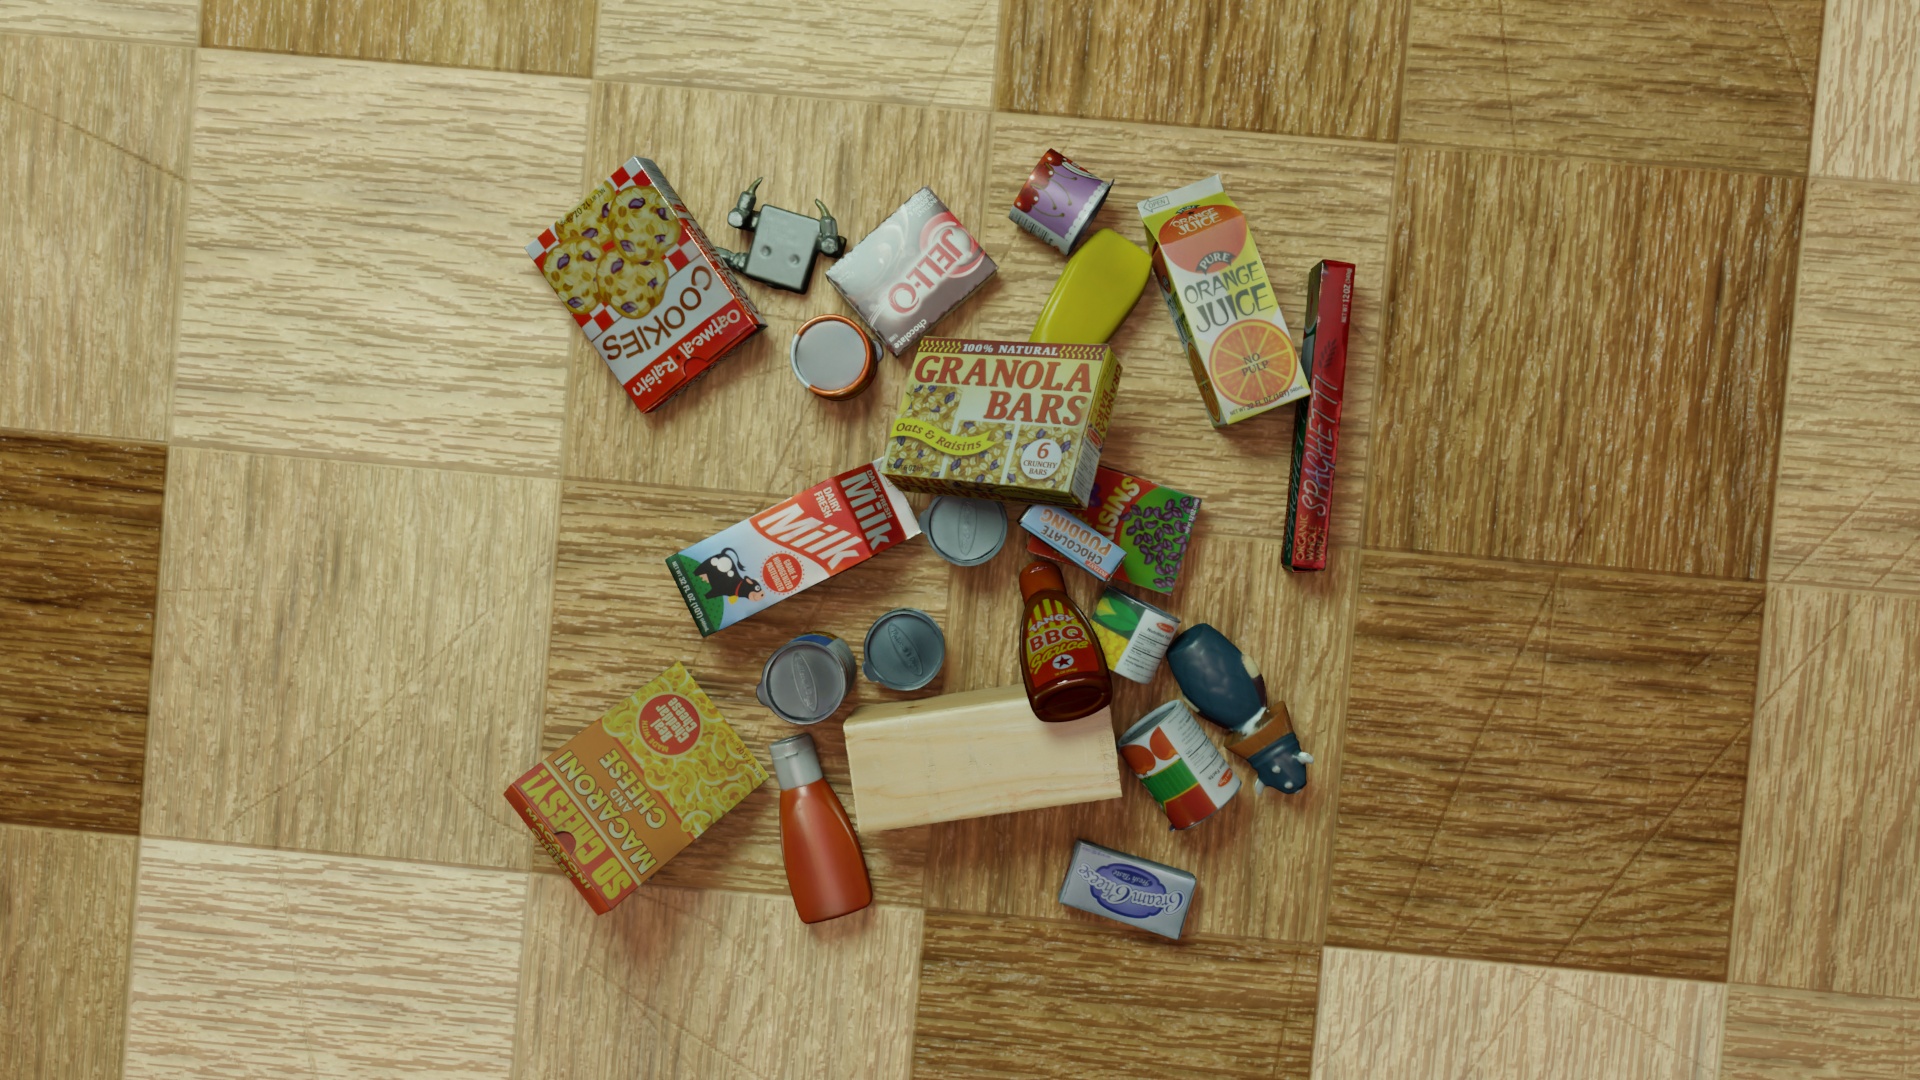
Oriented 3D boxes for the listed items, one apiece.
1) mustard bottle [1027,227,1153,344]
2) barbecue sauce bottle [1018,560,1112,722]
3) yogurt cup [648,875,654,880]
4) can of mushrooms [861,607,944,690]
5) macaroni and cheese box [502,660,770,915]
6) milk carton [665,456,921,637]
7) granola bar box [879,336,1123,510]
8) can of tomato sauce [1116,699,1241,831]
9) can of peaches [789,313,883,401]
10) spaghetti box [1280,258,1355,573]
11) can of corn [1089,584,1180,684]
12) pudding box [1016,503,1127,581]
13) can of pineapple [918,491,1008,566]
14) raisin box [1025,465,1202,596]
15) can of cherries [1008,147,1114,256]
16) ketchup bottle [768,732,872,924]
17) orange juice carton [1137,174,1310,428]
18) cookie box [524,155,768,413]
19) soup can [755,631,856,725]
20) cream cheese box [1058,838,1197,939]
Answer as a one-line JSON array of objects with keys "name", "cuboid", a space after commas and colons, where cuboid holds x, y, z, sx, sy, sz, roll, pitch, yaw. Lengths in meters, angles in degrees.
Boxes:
[{"name": "mustard bottle", "cuboid": [0.091, -0.173, 1.125, 0.065, 0.049, 0.160, 34, 93, 0]}, {"name": "barbecue sauce bottle", "cuboid": [0.074, 0.075, 1.085, 0.065, 0.149, 0.043, -15, 128, 3]}, {"name": "yogurt cup", "cuboid": [-0.286, 0.246, 1.136, 0.054, 0.072, 0.072, -12, 91, 10]}, {"name": "can of mushrooms", "cuboid": [-0.048, 0.089, 1.141, 0.071, 0.033, 0.071, 0, 92, 1]}, {"name": "macaroni and cheese box", "cuboid": [-0.254, 0.193, 1.100, 0.167, 0.040, 0.123, -38, 90, -35]}, {"name": "milk carton", "cuboid": [-0.131, 0.003, 1.121, 0.190, 0.073, 0.072, -25, 91, 2]}, {"name": "granola bar box", "cuboid": [0.031, -0.094, 1.076, 0.165, 0.039, 0.124, 7, 70, 28]}, {"name": "can of tomato sauce", "cuboid": [0.174, 0.182, 1.123, 0.071, 0.071, 0.083, -36, 90, 2]}, {"name": "can of peaches", "cuboid": [-0.100, -0.149, 1.125, 0.071, 0.058, 0.071, 0, 92, 2]}, {"name": "spaghetti box", "cuboid": [0.288, -0.098, 1.121, 0.029, 0.050, 0.249, 5, 92, 2]}, {"name": "can of corn", "cuboid": [0.134, 0.075, 1.122, 0.071, 0.071, 0.058, 26, 94, 1]}, {"name": "pudding box", "cuboid": [0.086, -0.002, 1.088, 0.084, 0.049, 0.030, 34, 91, 0]}, {"name": "can of pineapple", "cuboid": [0.004, -0.014, 1.125, 0.071, 0.058, 0.071, 0, 91, 1]}, {"name": "raisin box", "cuboid": [0.124, -0.014, 1.132, 0.123, 0.040, 0.086, 17, 93, 0]}, {"name": "can of cherries", "cuboid": [0.081, -0.274, 1.114, 0.058, 0.071, 0.071, 33, 92, 2]}, {"name": "ketchup bottle", "cuboid": [-0.120, 0.235, 1.141, 0.065, 0.043, 0.148, -15, 91, -3]}, {"name": "orange juice carton", "cuboid": [0.207, -0.192, 1.109, 0.072, 0.073, 0.192, -21, 90, 2]}, {"name": "cookie box", "cuboid": [-0.254, -0.205, 1.124, 0.123, 0.040, 0.167, -35, 91, 14]}, {"name": "soup can", "cuboid": [-0.123, 0.110, 1.118, 0.071, 0.084, 0.071, 0, 91, 2]}, {"name": "cream cheese box", "cuboid": [0.138, 0.287, 1.146, 0.104, 0.024, 0.053, 17, 92, 1]}]
